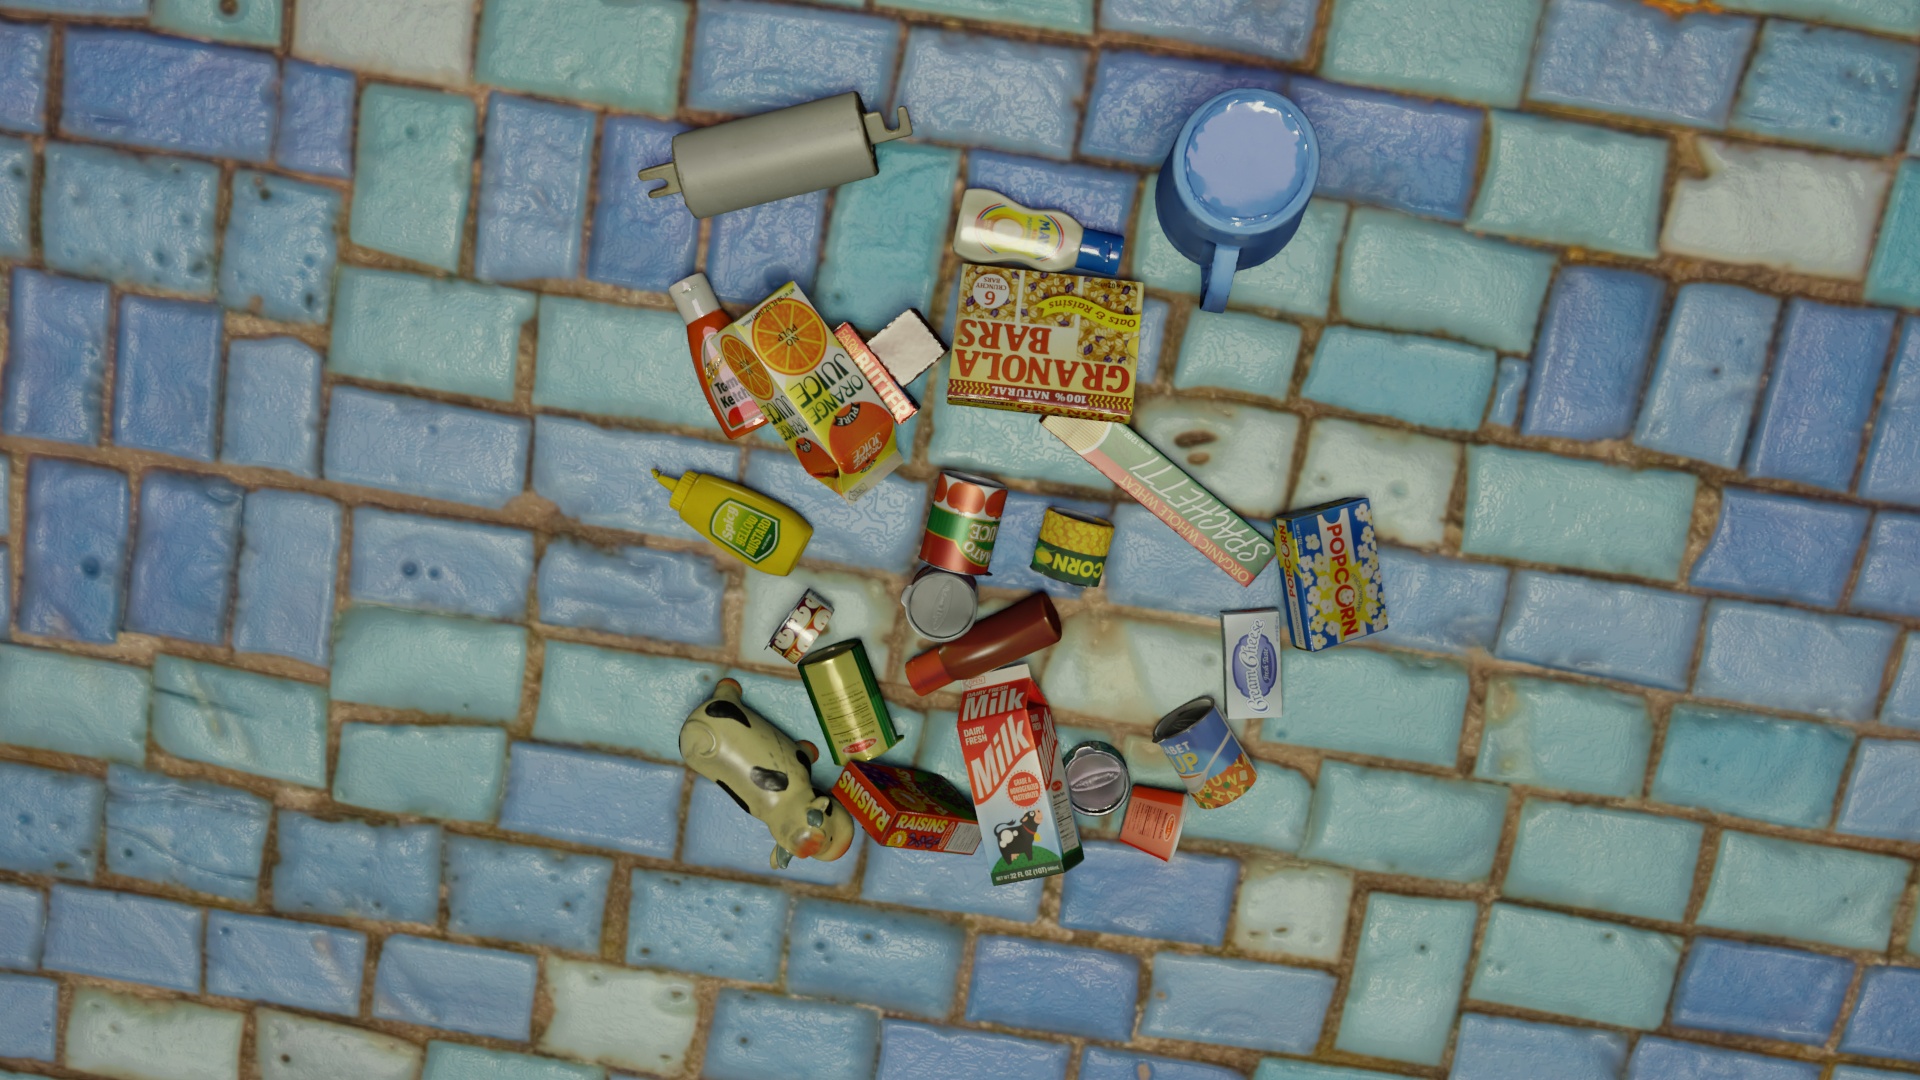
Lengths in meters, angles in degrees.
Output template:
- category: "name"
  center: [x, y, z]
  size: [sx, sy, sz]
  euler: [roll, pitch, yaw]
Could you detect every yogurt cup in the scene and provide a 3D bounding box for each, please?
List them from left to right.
- category: "yogurt cup"
  center: [0.183, 0.266, 1.320]
  size: [0.054, 0.072, 0.072]
  euler: [16, 100, 8]

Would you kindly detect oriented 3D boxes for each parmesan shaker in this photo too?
- category: "parmesan shaker"
  center: [-0.103, 0.151, 1.308]
  size: [0.071, 0.071, 0.103]
  euler: [-19, 98, 5]

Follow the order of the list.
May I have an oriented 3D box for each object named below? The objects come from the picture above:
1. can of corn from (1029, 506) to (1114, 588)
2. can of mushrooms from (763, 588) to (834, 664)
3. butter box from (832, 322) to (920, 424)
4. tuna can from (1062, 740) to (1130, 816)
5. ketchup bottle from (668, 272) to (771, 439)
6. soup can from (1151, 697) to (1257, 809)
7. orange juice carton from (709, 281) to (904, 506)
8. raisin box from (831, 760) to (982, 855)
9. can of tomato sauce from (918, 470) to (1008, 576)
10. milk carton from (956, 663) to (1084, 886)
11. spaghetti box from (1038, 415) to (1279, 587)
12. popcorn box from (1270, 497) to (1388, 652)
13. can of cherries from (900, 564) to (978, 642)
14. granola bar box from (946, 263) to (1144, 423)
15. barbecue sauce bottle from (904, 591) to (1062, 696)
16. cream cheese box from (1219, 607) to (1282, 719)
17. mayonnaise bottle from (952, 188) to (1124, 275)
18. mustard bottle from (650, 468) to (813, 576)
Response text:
- category: "can of corn"
  center: [0.104, 0.006, 1.273]
  size: [0.071, 0.071, 0.058]
  euler: [15, 100, -1]
- category: "can of mushrooms"
  center: [-0.150, 0.082, 1.297]
  size: [0.033, 0.071, 0.071]
  euler: [37, 99, -6]
- category: "butter box"
  center: [-0.078, -0.152, 1.261]
  size: [0.024, 0.053, 0.103]
  euler: [-39, 96, 6]
- category: "tuna can"
  center: [0.127, 0.225, 1.329]
  size: [0.071, 0.033, 0.071]
  euler: [0, 100, 2]
- category: "ketchup bottle"
  center: [-0.217, -0.170, 1.268]
  size: [0.065, 0.043, 0.148]
  euler: [-27, 97, 0]
- category: "soup can"
  center: [0.228, 0.201, 1.303]
  size: [0.071, 0.071, 0.083]
  euler: [-31, 98, 7]
- category: "orange juice carton"
  center: [-0.130, -0.127, 1.237]
  size: [0.072, 0.073, 0.192]
  euler: [-41, 103, -24]
- category: "raisin box"
  center: [-0.046, 0.248, 1.283]
  size: [0.123, 0.086, 0.040]
  euler: [20, 103, -45]
- category: "can of tomato sauce"
  center: [0.005, -0.016, 1.274]
  size: [0.071, 0.071, 0.083]
  euler: [14, 100, 0]
- category: "milk carton"
  center: [0.052, 0.214, 1.290]
  size: [0.072, 0.073, 0.190]
  euler: [-15, 81, 19]
- category: "spaghetti box"
  center: [0.184, -0.051, 1.282]
  size: [0.250, 0.029, 0.050]
  euler: [38, 98, -4]
- category: "popcorn box"
  center: [0.339, 0.031, 1.272]
  size: [0.085, 0.038, 0.126]
  euler: [-14, 100, -17]
- category: "can of cherries"
  center: [-0.019, 0.054, 1.292]
  size: [0.071, 0.058, 0.071]
  euler: [0, 101, 2]
- category: "granola bar box"
  center: [0.076, -0.175, 1.240]
  size: [0.166, 0.039, 0.124]
  euler: [6, 81, 1]
- category: "barbecue sauce bottle"
  center: [0.020, 0.100, 1.298]
  size: [0.148, 0.065, 0.043]
  euler: [-26, 109, 12]
- category: "cream cheese box"
  center: [0.274, 0.116, 1.310]
  size: [0.053, 0.024, 0.103]
  euler: [-4, 99, 4]
- category: "mayonnaise bottle"
  center: [0.070, -0.270, 1.242]
  size: [0.148, 0.041, 0.064]
  euler: [12, 98, 0]
- category: "mustard bottle"
  center: [-0.219, -0.025, 1.290]
  size: [0.160, 0.049, 0.065]
  euler: [27, 98, -3]
